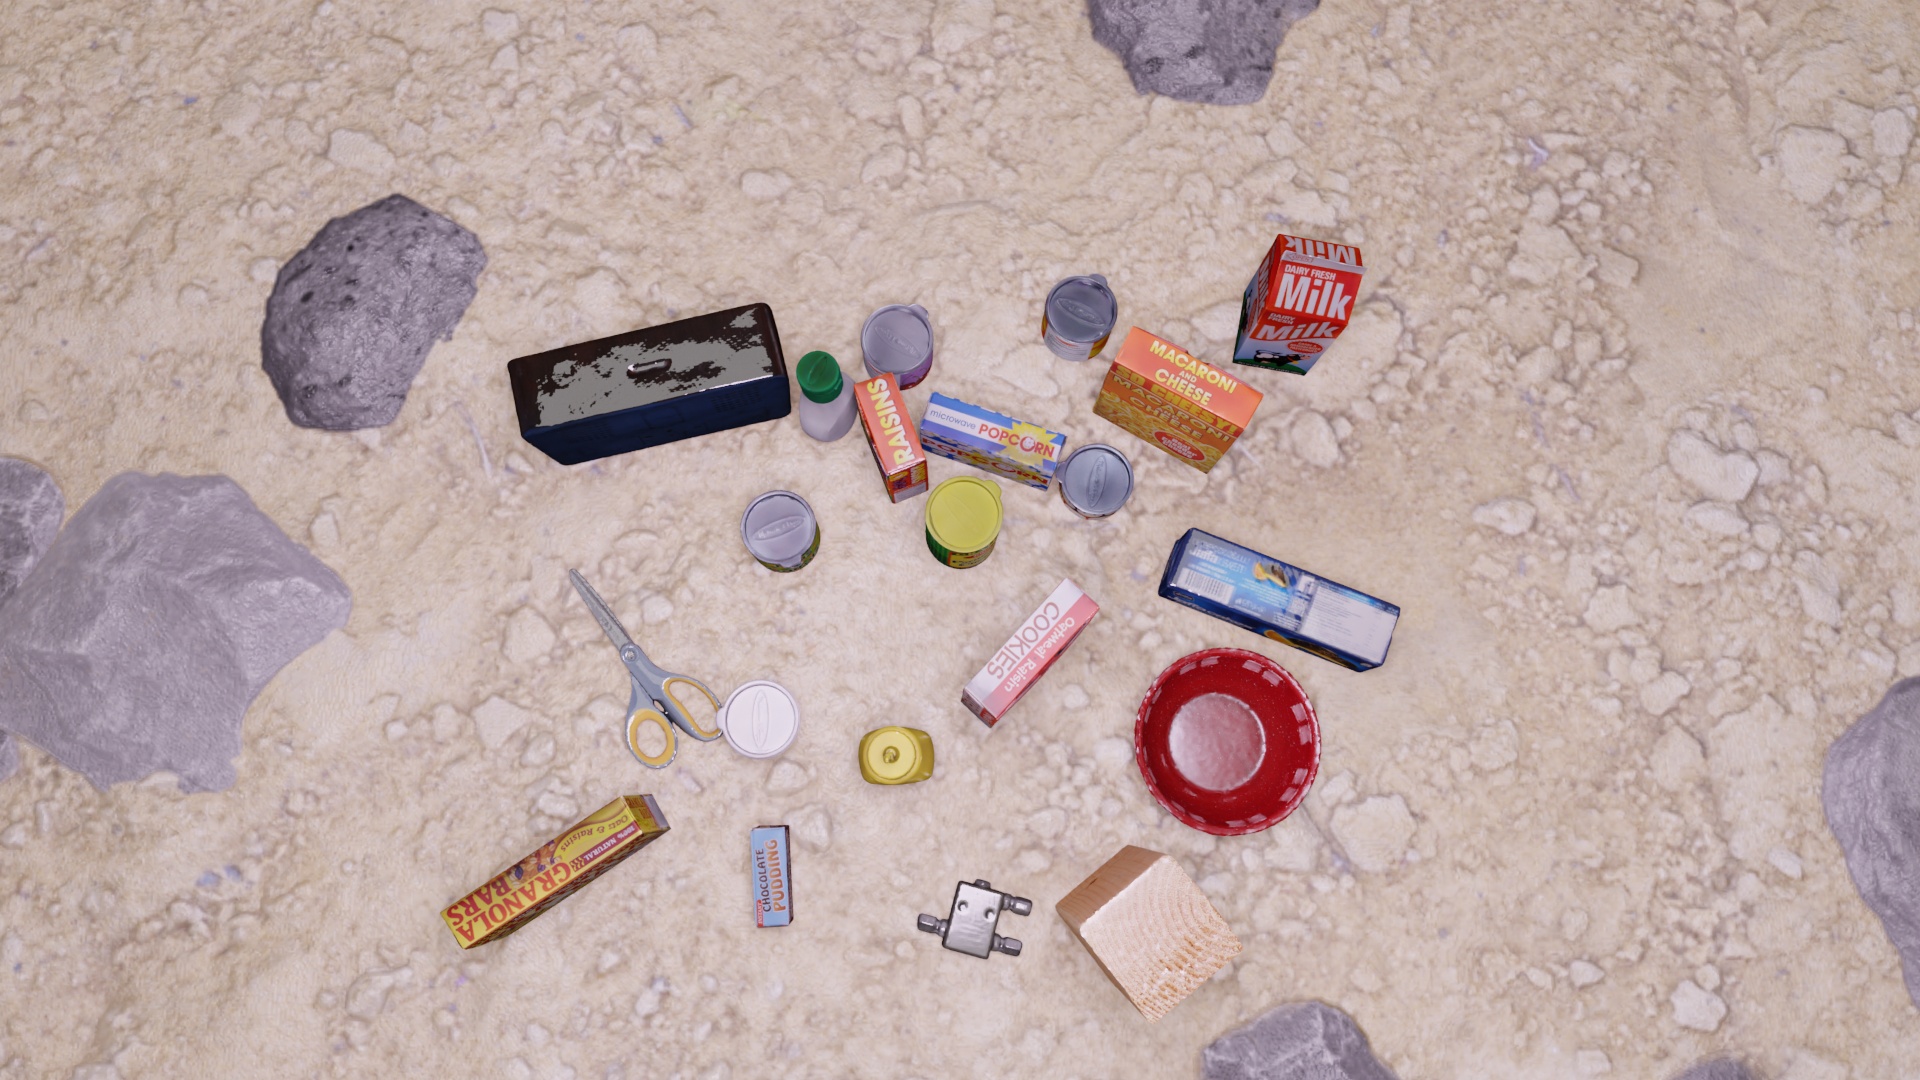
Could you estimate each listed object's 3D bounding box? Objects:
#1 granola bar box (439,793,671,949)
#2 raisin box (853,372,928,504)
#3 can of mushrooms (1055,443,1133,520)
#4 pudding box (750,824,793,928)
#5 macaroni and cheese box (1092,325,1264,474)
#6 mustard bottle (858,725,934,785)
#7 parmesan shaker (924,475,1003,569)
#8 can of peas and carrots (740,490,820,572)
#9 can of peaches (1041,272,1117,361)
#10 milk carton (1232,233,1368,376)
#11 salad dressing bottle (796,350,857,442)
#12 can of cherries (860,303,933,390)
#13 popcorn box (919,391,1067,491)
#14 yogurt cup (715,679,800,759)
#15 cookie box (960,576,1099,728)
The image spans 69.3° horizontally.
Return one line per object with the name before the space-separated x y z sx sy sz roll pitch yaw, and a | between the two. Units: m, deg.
granola bar box | -0.329 0.272 1.151 0.166 0.124 0.039 -33 82 -7
raisin box | -0.061 -0.089 1.225 0.040 0.123 0.086 -20 81 -4
can of mushrooms | 0.121 -0.054 1.268 0.071 0.033 0.071 0 79 -1
pudding box | -0.161 0.286 1.189 0.030 0.049 0.084 -4 80 -2
macaroni and cheese box | 0.185 -0.121 1.214 0.124 0.166 0.040 29 81 4
mustard bottle | -0.054 0.179 1.156 0.065 0.160 0.049 -4 80 -2
parmesan shaker | 0.004 -0.015 1.223 0.071 0.103 0.071 0 80 -1
can of peas and carrots | -0.158 -0.005 1.240 0.071 0.058 0.071 0 80 -1
can of peaches | 0.110 -0.206 1.284 0.071 0.058 0.071 0 80 -1
milk carton | 0.297 -0.211 1.222 0.072 0.190 0.073 11 80 1
salad dressing bottle | -0.119 -0.128 1.219 0.044 0.147 0.064 28 81 4
can of cherries | -0.055 -0.178 1.275 0.071 0.058 0.071 0 80 -1
popcorn box | 0.028 -0.088 1.246 0.127 0.085 0.038 19 80 2
yogurt cup | -0.171 0.157 1.212 0.072 0.054 0.072 0 80 -1
cookie box | 0.056 0.099 1.170 0.040 0.167 0.123 42 82 6
